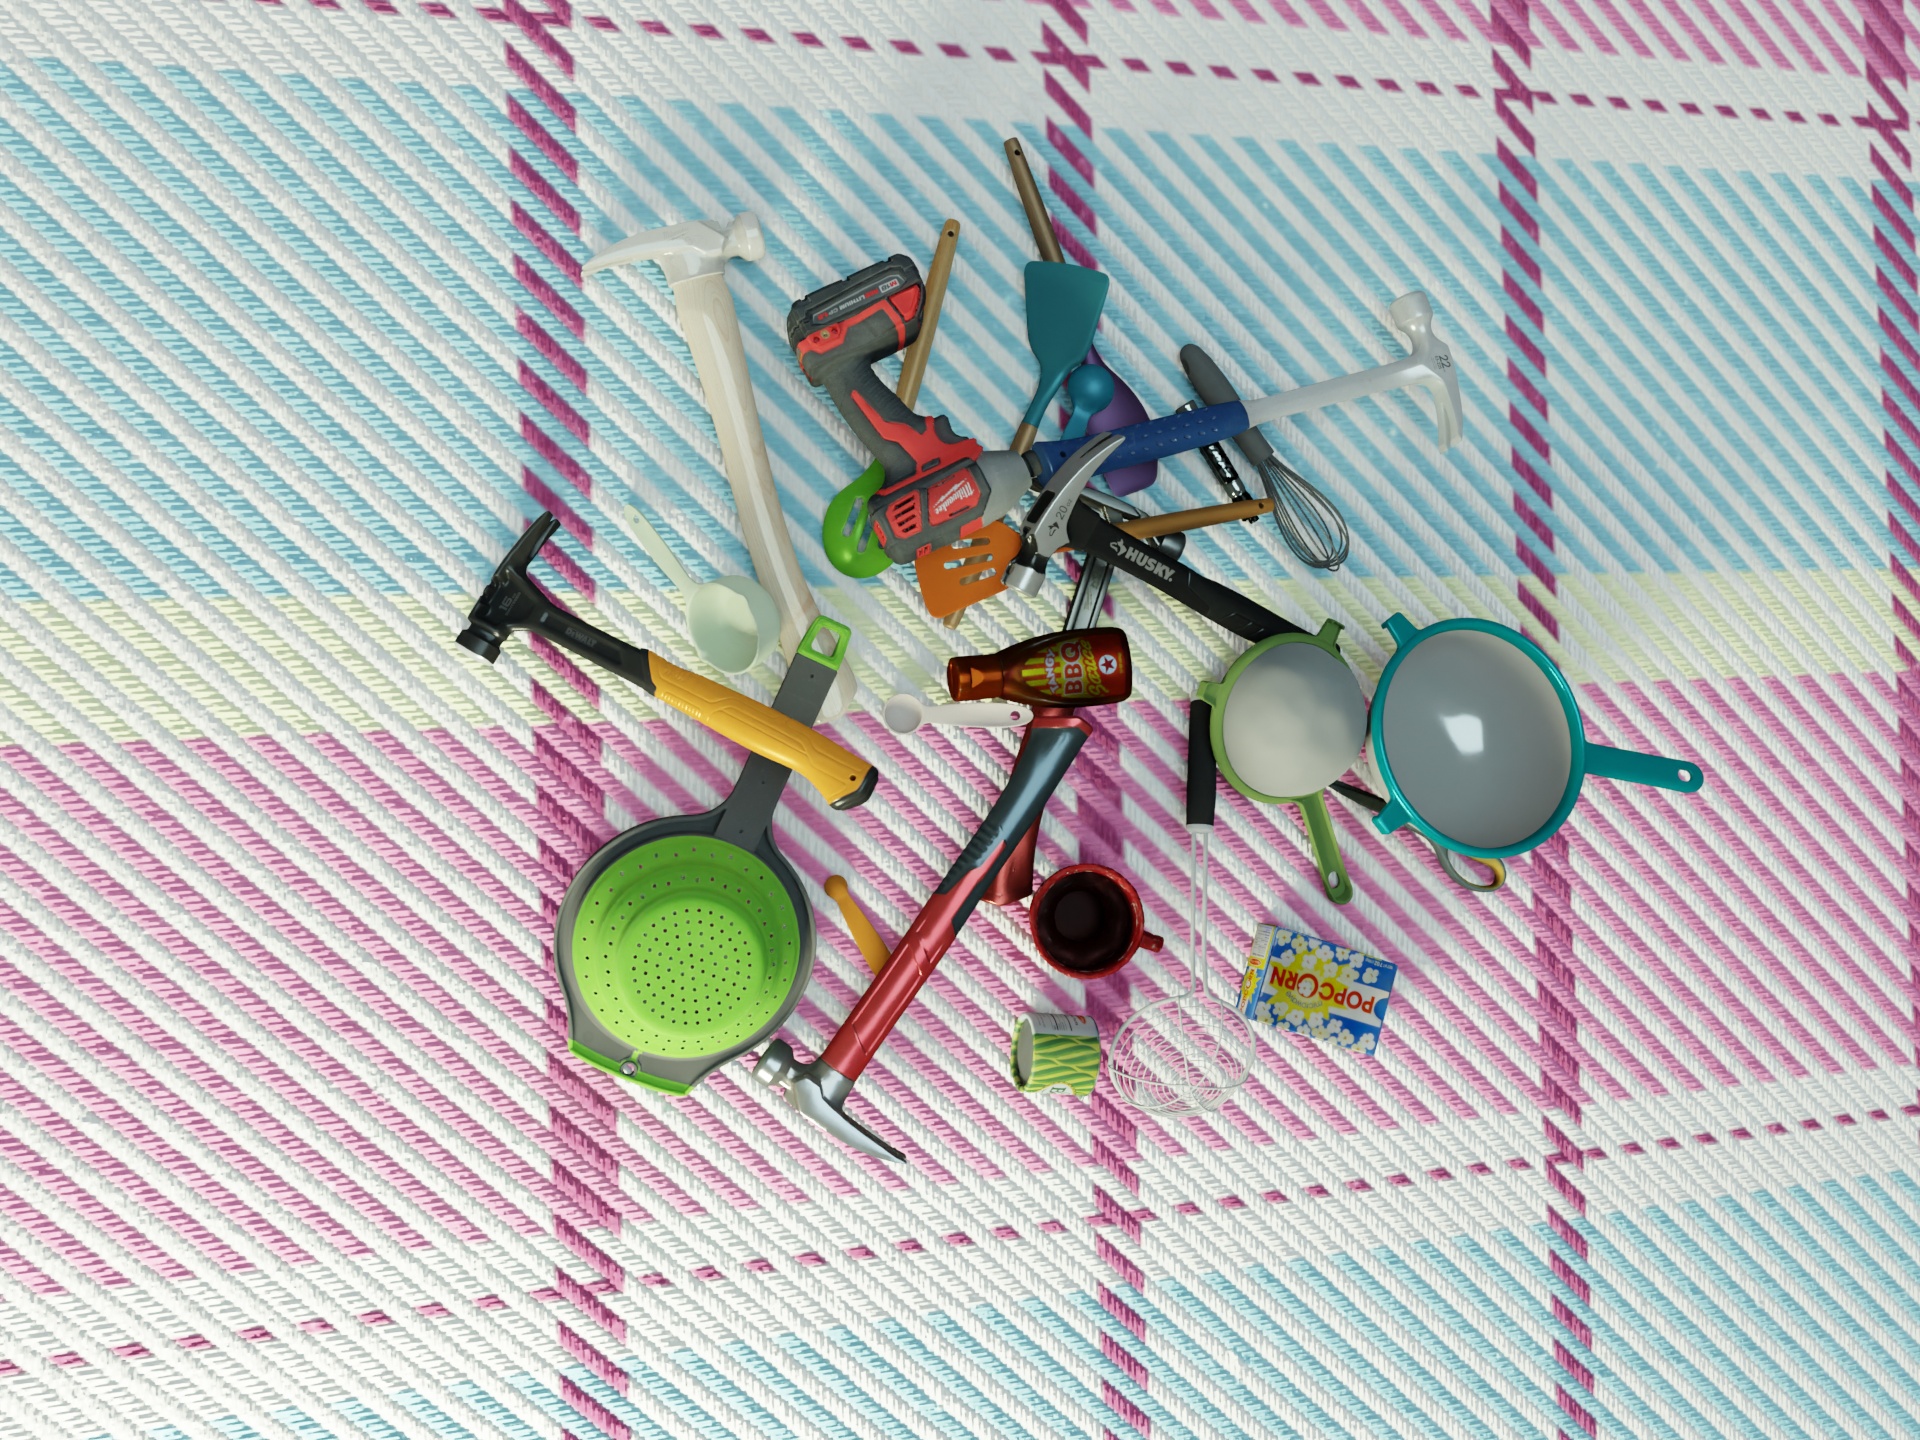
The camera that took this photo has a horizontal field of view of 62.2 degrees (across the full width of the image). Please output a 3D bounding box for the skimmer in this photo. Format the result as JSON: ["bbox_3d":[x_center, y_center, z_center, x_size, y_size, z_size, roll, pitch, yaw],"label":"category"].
[{"bbox_3d":[0.196,0.158,1.375,0.127,0.090,0.363,5,77,-9],"label":"skimmer"}]

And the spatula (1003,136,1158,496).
[{"bbox_3d":[0.100,-0.346,1.364,0.060,0.018,0.316,-23,96,-15],"label":"spatula"}]

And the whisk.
[{"bbox_3d":[0.265,-0.230,1.394,0.055,0.055,0.239,-37,94,-14],"label":"whisk"}]

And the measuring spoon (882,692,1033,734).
[{"bbox_3d":[-0.002,-0.004,1.314,0.124,0.018,0.034,1,86,0],"label":"measuring spoon"}]

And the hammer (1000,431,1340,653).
[{"bbox_3d":[0.197,-0.115,1.334,0.334,0.035,0.146,24,95,-29],"label":"hammer"}]

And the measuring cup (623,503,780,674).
[{"bbox_3d":[-0.204,-0.112,1.258,0.168,0.083,0.038,50,42,9],"label":"measuring cup"}]

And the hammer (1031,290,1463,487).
[{"bbox_3d":[0.252,-0.258,1.357,0.405,0.035,0.144,-17,83,-18],"label":"hammer"}]

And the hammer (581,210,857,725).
[{"bbox_3d":[-0.176,-0.192,1.273,0.146,0.038,0.410,-17,94,-14],"label":"hammer"}]

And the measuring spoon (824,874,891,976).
[{"bbox_3d":[-0.077,0.178,1.305,0.021,0.011,0.117,-32,97,-14],"label":"measuring spoon"}]

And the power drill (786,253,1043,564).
[{"bbox_3d":[-0.037,-0.247,1.264,0.143,0.078,0.220,-26,85,-5],"label":"power drill"}]

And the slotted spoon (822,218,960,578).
[{"bbox_3d":[-0.047,-0.270,1.317,0.070,0.031,0.314,16,83,-11],"label":"slotted spoon"}]

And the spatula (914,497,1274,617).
[{"bbox_3d":[0.118,-0.154,1.329,0.322,0.041,0.081,-12,90,-20],"label":"spatula"}]

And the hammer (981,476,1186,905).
[{"bbox_3d":[0.072,-0.020,1.340,0.149,0.037,0.359,20,83,-14],"label":"hammer"}]

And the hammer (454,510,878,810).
[{"bbox_3d":[-0.210,-0.032,1.203,0.337,0.034,0.127,28,80,7],"label":"hammer"}]

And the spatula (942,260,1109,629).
[{"bbox_3d":[0.042,-0.227,1.331,0.082,0.044,0.317,19,86,28],"label":"spatula"}]

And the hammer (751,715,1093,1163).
[{"bbox_3d":[0.000,0.165,1.282,0.143,0.038,0.386,35,86,-1],"label":"hammer"}]

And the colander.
[{"bbox_3d":[-0.173,0.104,1.217,0.204,0.094,0.397,25,88,-13],"label":"colander"}]

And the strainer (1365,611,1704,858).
[{"bbox_3d":[0.497,0.032,1.426,0.340,0.095,0.211,10,76,-16],"label":"strainer"}]

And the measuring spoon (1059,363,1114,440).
[{"bbox_3d":[0.099,-0.244,1.334,0.042,0.021,0.129,23,74,-13],"label":"measuring spoon"}]

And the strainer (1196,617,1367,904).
[{"bbox_3d":[0.309,0.051,1.365,0.151,0.069,0.256,-25,107,-17],"label":"strainer"}]
